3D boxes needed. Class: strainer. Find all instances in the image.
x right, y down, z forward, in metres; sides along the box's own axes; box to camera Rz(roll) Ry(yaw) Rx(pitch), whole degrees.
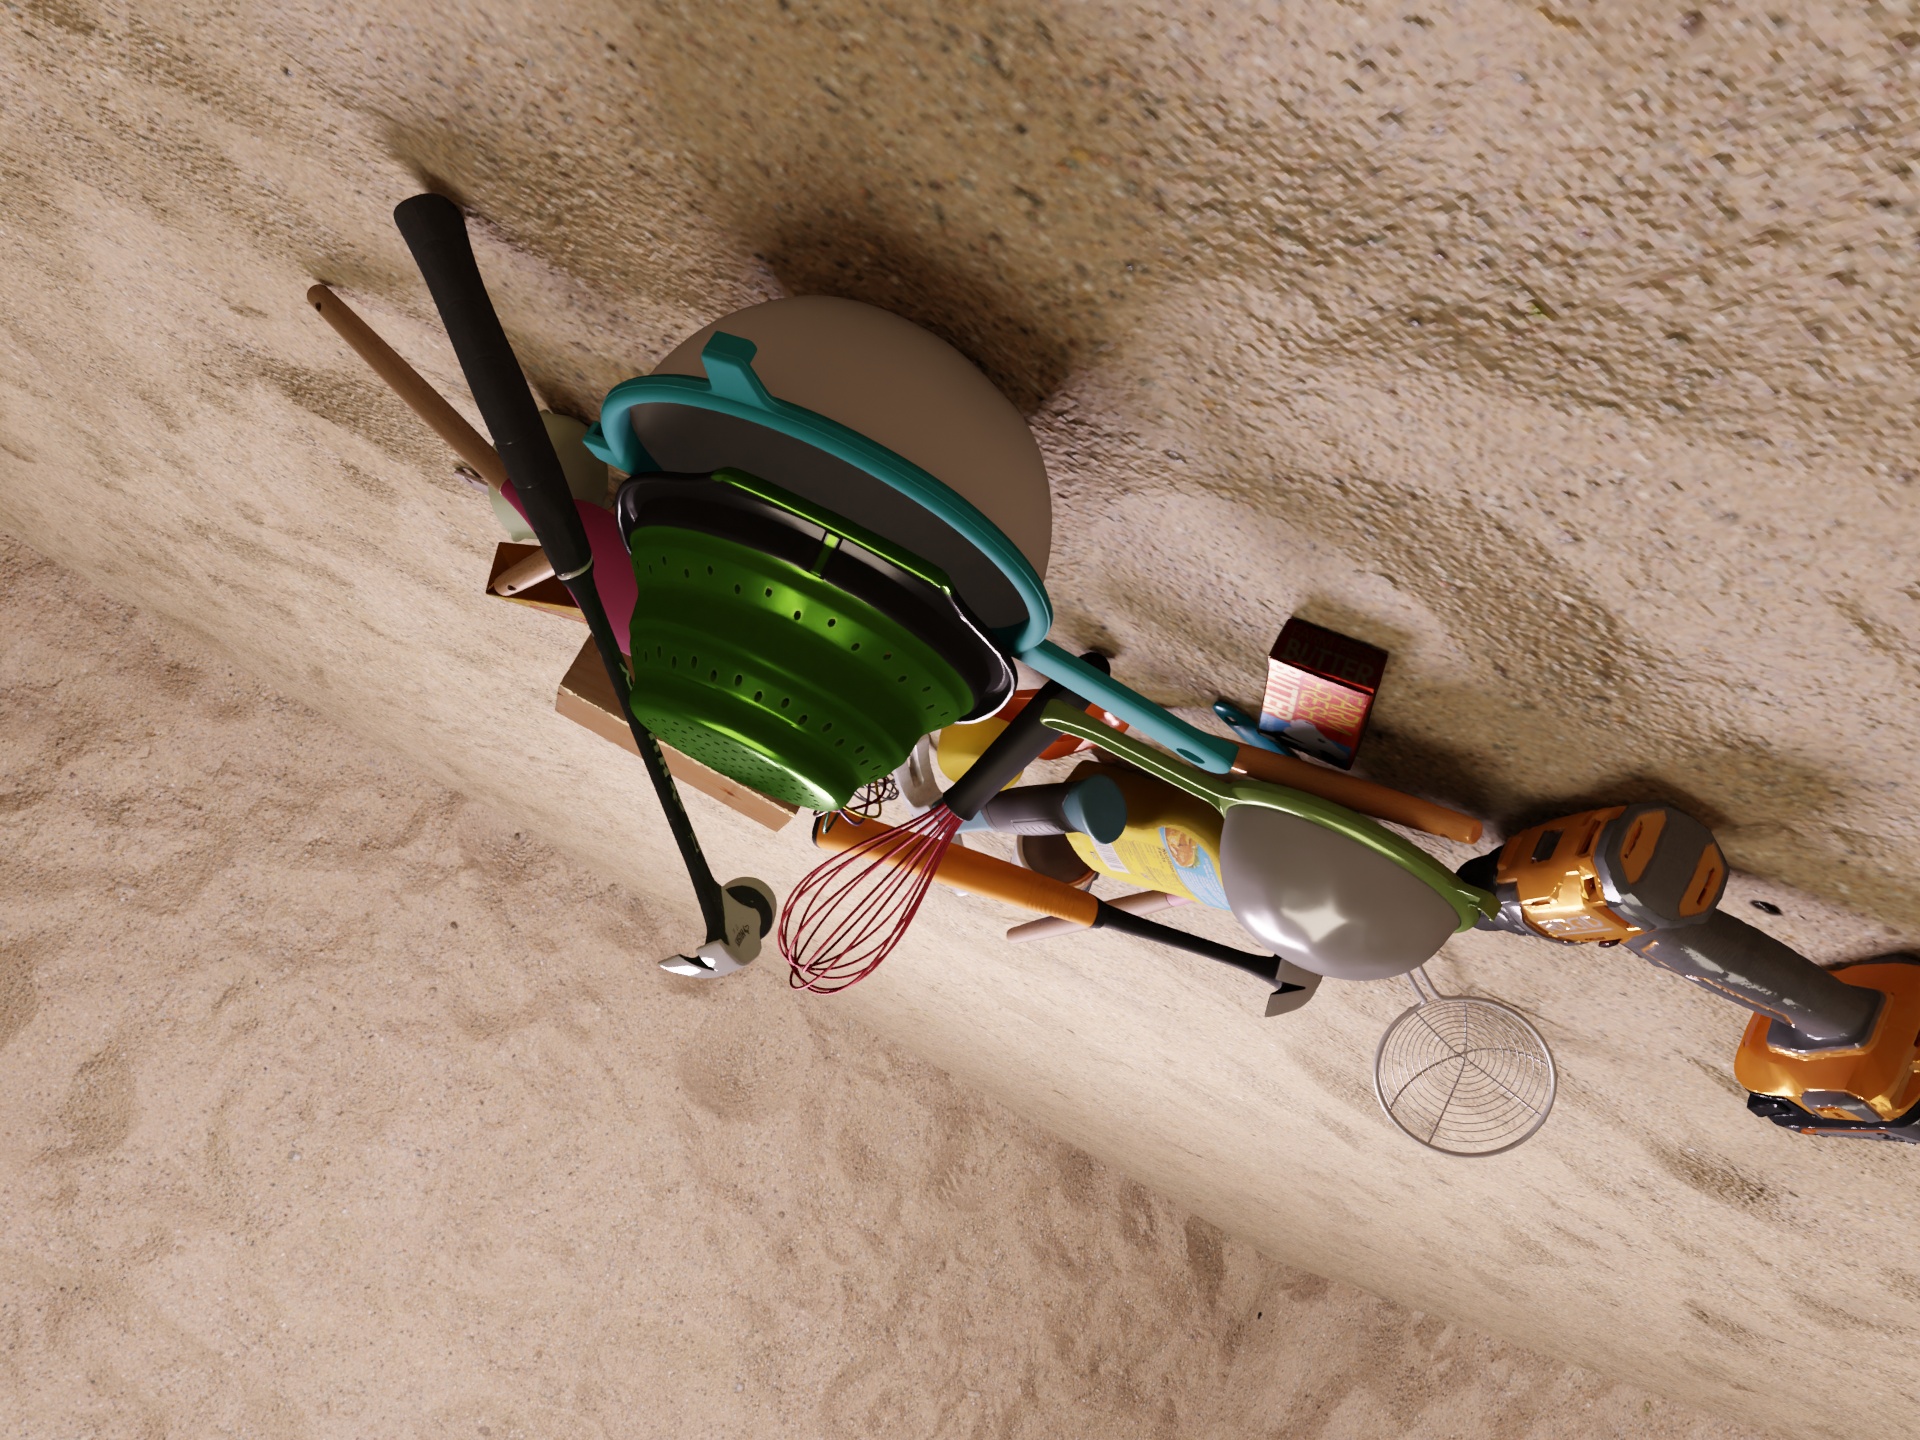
[{"bbox_3d":[0.010,-0.089,0.717,0.340,0.095,0.211,30,166,-23],"label":"strainer"},{"bbox_3d":[0.148,0.073,0.856,0.256,0.069,0.151,28,168,4],"label":"strainer"}]

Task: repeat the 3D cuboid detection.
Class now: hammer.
[{"bbox_3d":[-0.187,-0.060,0.788,0.149,0.036,0.409,-87,-25,-83],"label":"hammer"},{"bbox_3d":[0.030,0.064,1.087,0.128,0.033,0.331,60,161,-6],"label":"hammer"},{"bbox_3d":[0.056,0.112,0.992,0.337,0.034,0.127,16,-178,20],"label":"hammer"}]

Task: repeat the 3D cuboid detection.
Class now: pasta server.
[{"bbox_3d":[0.136,0.139,1.146,0.060,0.040,0.316,-1,166,-38],"label":"pasta server"}]

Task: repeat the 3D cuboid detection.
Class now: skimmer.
[{"bbox_3d":[0.306,0.187,1.060,0.127,0.090,0.362,-19,139,19],"label":"skimmer"}]

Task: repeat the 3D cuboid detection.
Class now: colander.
[{"bbox_3d":[-0.097,-0.006,0.810,0.204,0.094,0.397,26,166,-3],"label":"colander"}]

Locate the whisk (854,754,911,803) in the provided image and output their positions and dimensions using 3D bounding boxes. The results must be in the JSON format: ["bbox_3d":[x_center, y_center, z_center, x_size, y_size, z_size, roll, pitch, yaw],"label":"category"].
[{"bbox_3d":[-0.102,0.008,1.166,0.055,0.055,0.238,15,168,33],"label":"whisk"}]

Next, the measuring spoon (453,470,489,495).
[{"bbox_3d":[-0.315,-0.163,1.109,0.124,0.018,0.034,22,163,37],"label":"measuring spoon"}]

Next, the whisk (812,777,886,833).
[{"bbox_3d":[-0.061,0.031,1.073,0.047,0.051,0.245,9,-170,5],"label":"whisk"}]

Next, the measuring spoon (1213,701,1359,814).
[{"bbox_3d":[0.182,0.031,0.911,0.128,0.021,0.042,38,160,-31],"label":"measuring spoon"}]

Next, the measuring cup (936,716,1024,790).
[{"bbox_3d":[-0.001,-0.003,0.945,0.062,0.029,0.156,1,149,20],"label":"measuring cup"}]

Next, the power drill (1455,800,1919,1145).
[{"bbox_3d":[0.373,0.125,0.814,0.226,0.084,0.185,32,164,-4],"label":"power drill"}]

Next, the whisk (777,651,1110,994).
[{"bbox_3d":[-0.014,0.063,0.951,0.073,0.295,0.073,36,-157,-18],"label":"whisk"}]

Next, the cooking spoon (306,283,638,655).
[{"bbox_3d":[-0.271,-0.148,0.900,0.319,0.017,0.068,43,125,16],"label":"cooking spoon"}]

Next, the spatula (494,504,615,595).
[{"bbox_3d":[-0.164,-0.116,0.868,0.317,0.044,0.082,-20,135,37],"label":"spatula"}]

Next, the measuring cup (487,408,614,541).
[{"bbox_3d":[-0.223,-0.134,0.983,0.038,0.083,0.167,8,171,26],"label":"measuring cup"}]

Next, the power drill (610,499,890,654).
[{"bbox_3d":[-0.100,-0.059,0.980,0.164,0.084,0.226,7,157,42],"label":"power drill"}]

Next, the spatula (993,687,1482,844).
[{"bbox_3d":[0.142,0.026,0.892,0.323,0.041,0.080,19,162,46],"label":"spatula"}]
